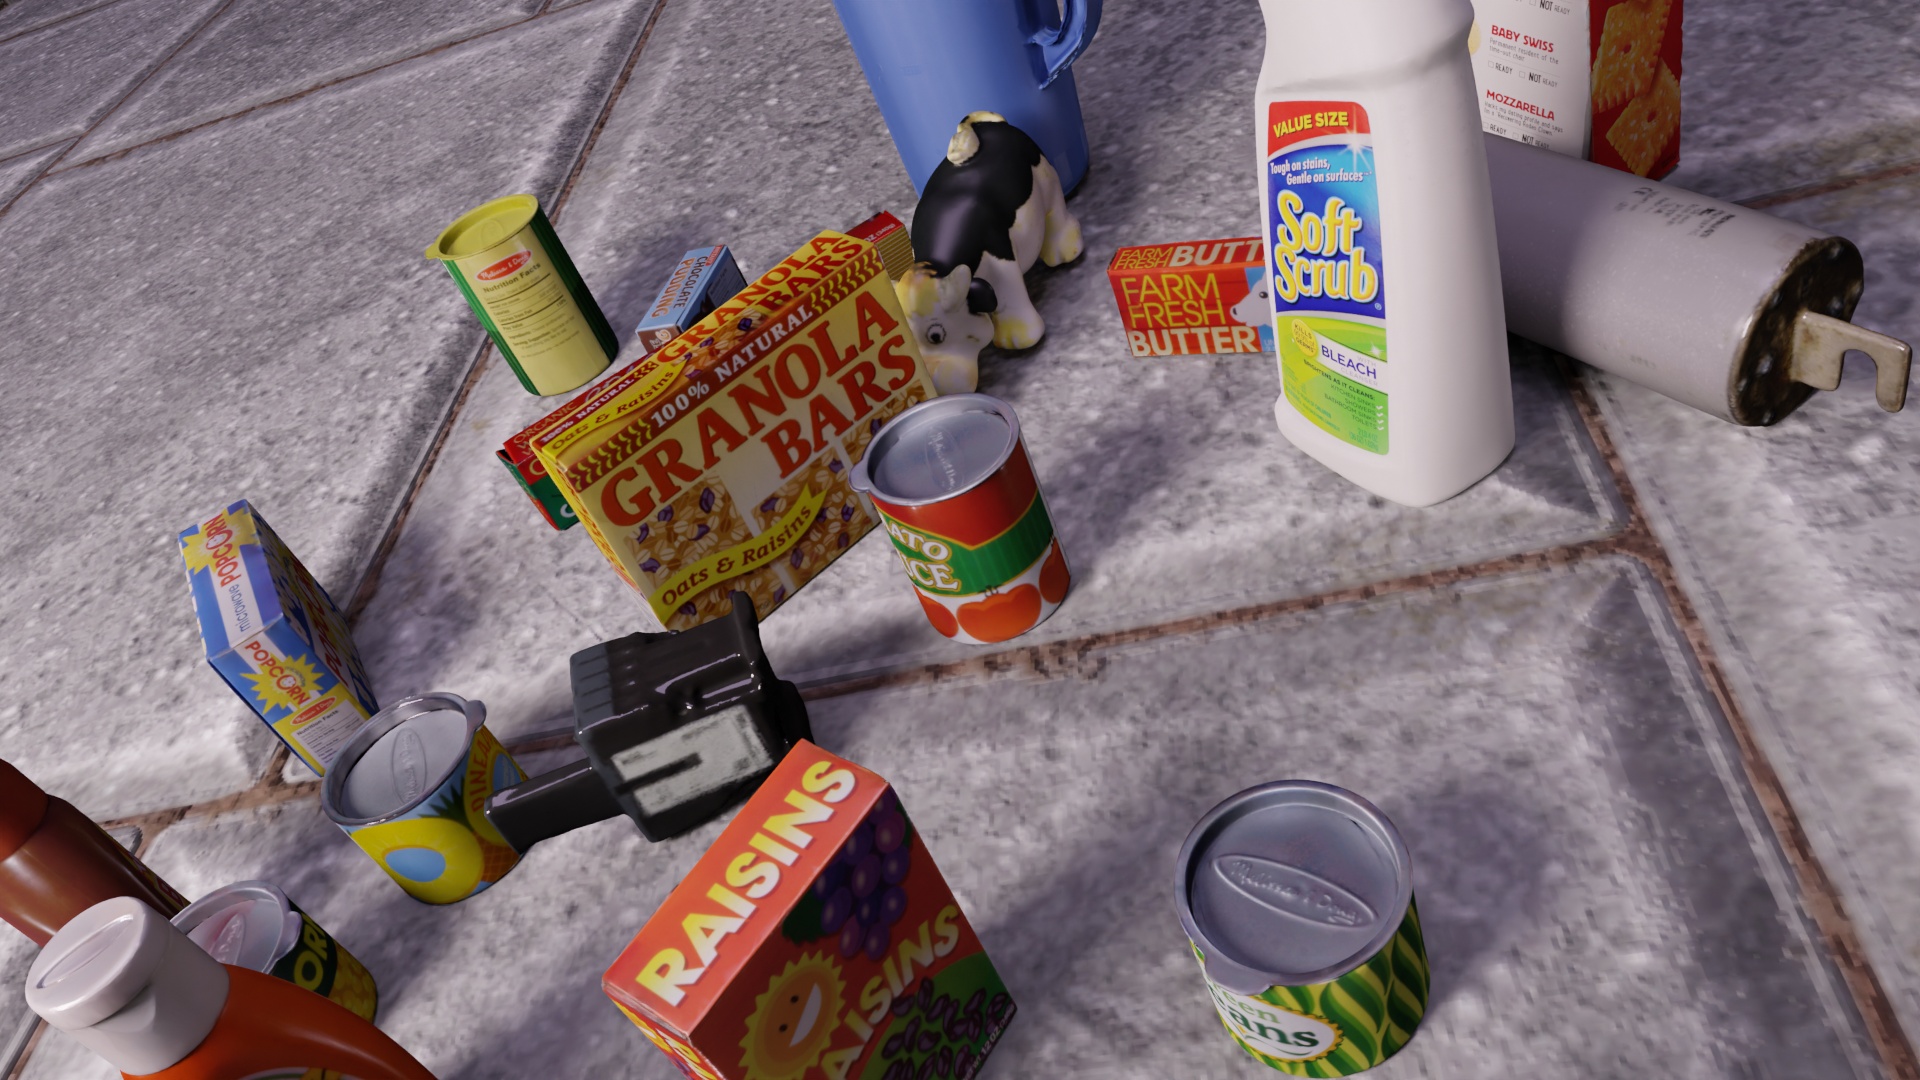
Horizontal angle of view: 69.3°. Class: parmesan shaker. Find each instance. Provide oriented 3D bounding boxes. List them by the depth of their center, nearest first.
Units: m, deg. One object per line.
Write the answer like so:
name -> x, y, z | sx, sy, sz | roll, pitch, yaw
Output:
parmesan shaker -> -0.260, -0.145, 0.832 | 0.071, 0.102, 0.072 | -13, 40, 12

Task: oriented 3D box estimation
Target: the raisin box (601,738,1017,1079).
raisin box -> -0.037, 0.131, 0.402 | 0.040, 0.123, 0.086 | 16, 53, 38

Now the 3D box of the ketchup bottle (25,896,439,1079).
ketchup bottle -> -0.219, 0.165, 0.430 | 0.065, 0.148, 0.043 | -40, 42, -19

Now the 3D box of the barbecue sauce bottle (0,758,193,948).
barbecue sauce bottle -> -0.335, 0.131, 0.523 | 0.065, 0.148, 0.044 | 11, 51, 35

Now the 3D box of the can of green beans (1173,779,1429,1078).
can of green beans -> 0.101, 0.114, 0.407 | 0.071, 0.057, 0.071 | -13, 40, 12

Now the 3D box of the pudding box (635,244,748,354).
pudding box -> -0.150, -0.128, 0.803 | 0.030, 0.049, 0.084 | -4, 43, 22

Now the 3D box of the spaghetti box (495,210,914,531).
spaghetti box -> -0.128, -0.094, 0.754 | 0.251, 0.050, 0.029 | -35, 41, -14

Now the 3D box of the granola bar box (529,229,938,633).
granola bar box -> -0.088, -0.041, 0.618 | 0.166, 0.123, 0.039 | -40, 42, -20

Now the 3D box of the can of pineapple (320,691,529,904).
can of pineapple -> -0.212, 0.104, 0.566 | 0.071, 0.057, 0.071 | -13, 40, 12

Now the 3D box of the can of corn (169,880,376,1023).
can of corn -> -0.259, 0.170, 0.515 | 0.071, 0.058, 0.071 | -13, 40, 12

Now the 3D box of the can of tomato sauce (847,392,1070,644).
can of tomato sauce -> 0.002, -0.007, 0.569 | 0.071, 0.082, 0.071 | -13, 40, 12

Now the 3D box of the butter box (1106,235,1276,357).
butter box -> 0.125, -0.115, 0.655 | 0.103, 0.053, 0.024 | 2, 46, 27

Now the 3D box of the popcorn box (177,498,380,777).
popcorn box -> -0.326, 0.044, 0.665 | 0.038, 0.085, 0.127 | -35, 41, -13
